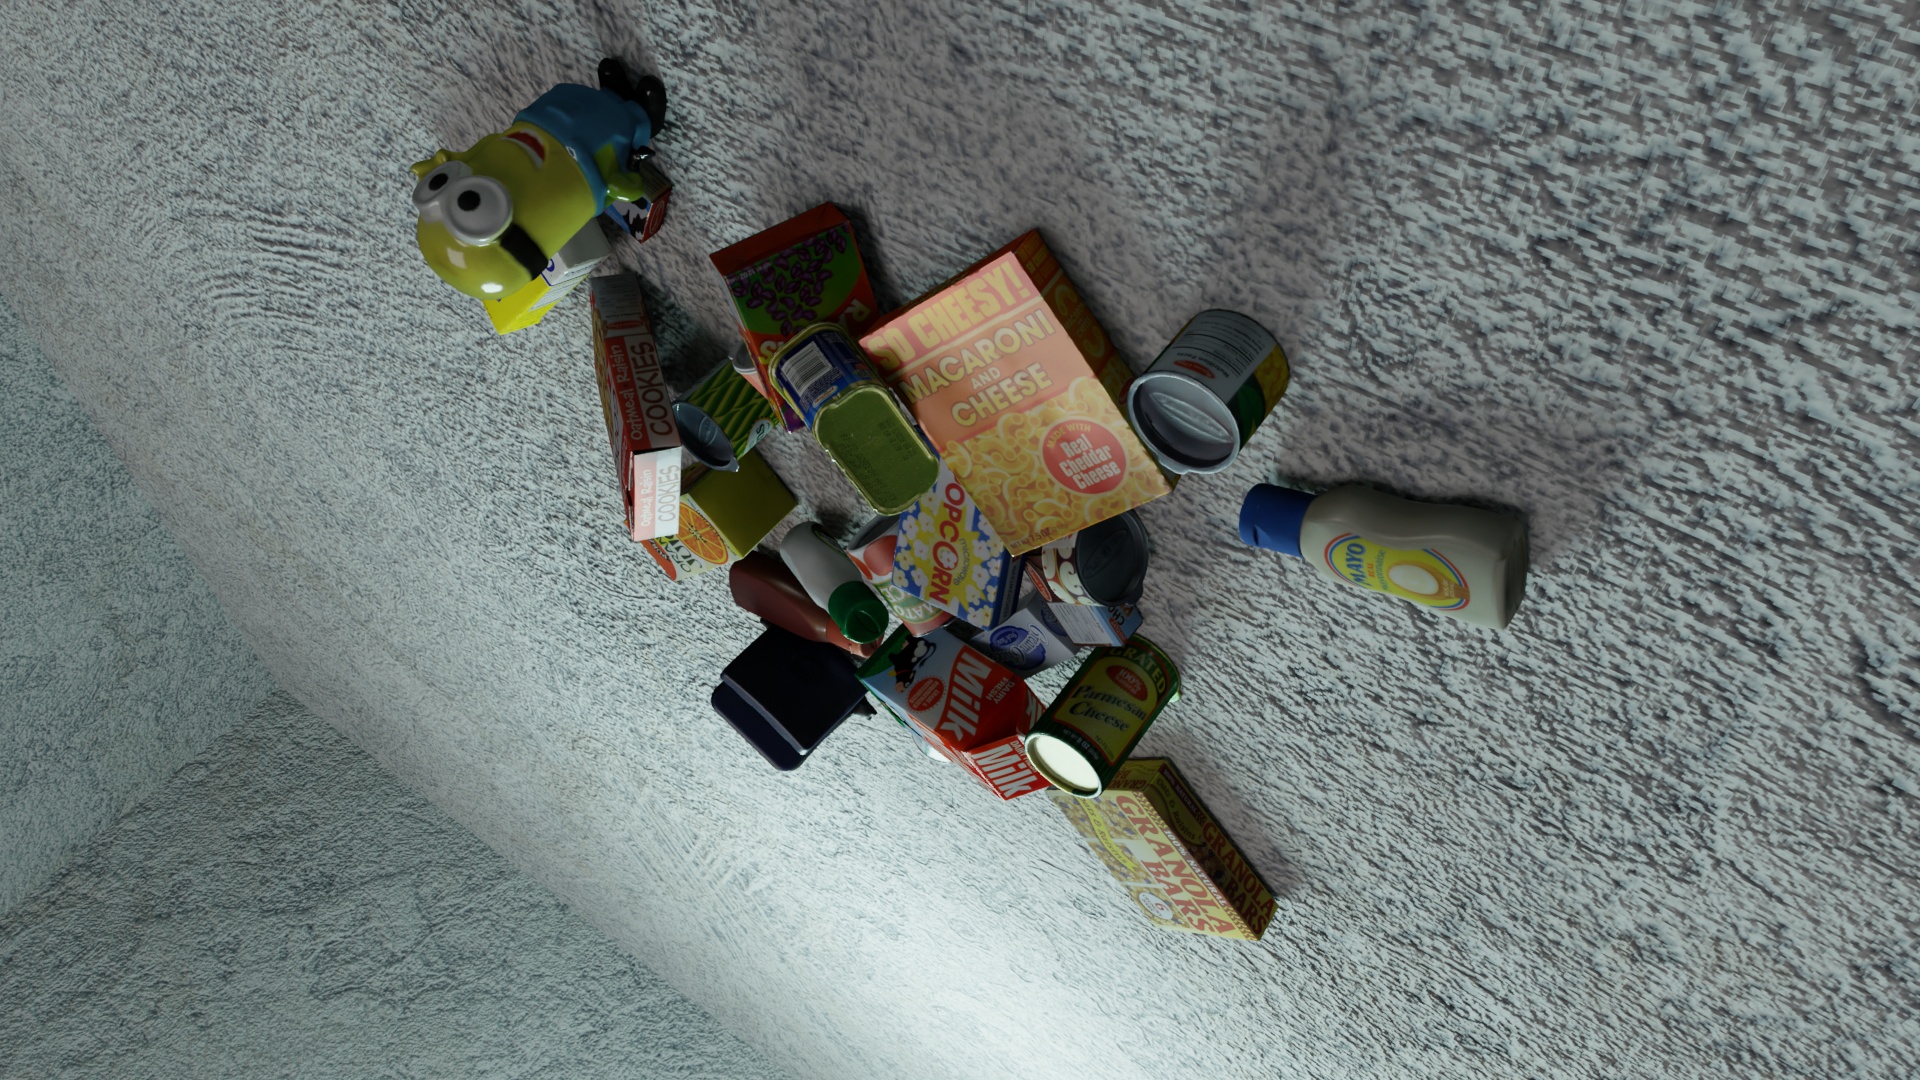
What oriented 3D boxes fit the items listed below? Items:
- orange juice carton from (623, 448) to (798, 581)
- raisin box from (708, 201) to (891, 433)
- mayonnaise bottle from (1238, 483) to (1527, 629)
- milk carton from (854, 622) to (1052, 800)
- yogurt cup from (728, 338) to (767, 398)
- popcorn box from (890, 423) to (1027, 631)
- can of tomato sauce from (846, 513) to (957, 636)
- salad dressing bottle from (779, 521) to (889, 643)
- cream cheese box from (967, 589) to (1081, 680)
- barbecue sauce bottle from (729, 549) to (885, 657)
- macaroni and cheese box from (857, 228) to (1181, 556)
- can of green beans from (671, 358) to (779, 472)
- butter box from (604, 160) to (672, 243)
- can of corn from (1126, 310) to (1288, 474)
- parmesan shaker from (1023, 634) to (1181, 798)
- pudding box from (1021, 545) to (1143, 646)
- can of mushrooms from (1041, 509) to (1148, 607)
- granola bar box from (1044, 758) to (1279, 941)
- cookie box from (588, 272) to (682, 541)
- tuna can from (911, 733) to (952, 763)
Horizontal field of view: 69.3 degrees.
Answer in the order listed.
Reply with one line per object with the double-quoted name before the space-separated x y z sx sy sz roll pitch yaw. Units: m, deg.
"orange juice carton" -0.225 -0.020 1.195 0.071 0.073 0.192 52 148 -15
"raisin box" -0.096 -0.140 0.883 0.040 0.086 0.122 50 163 48
"mayonnaise bottle" 0.223 0.002 0.744 0.148 0.041 0.064 16 142 36
"milk carton" 0.009 0.132 1.067 0.191 0.073 0.072 28 160 48
"yogurt cup" -0.114 -0.121 0.954 0.072 0.073 0.053 5 141 45
"popcorn box" 0.003 -0.012 0.938 0.085 0.038 0.126 25 123 27
"can of tomato sauce" -0.035 0.020 1.032 0.083 0.071 0.071 52 148 -15
"salad dressing bottle" -0.098 0.033 1.087 0.064 0.044 0.148 48 178 -34
"cream cheese box" 0.050 0.074 1.047 0.053 0.024 0.103 44 150 -5
"barbecue sauce bottle" -0.135 0.059 1.220 0.149 0.044 0.064 23 143 29
"macaroni and cheese box" 0.037 -0.083 0.818 0.123 0.040 0.166 -24 110 36
"can of green beans" -0.180 -0.097 1.063 0.071 0.058 0.071 29 146 22
"butter box" -0.250 -0.261 0.971 0.103 0.024 0.053 42 149 0
"can of corn" 0.131 -0.077 0.734 0.071 0.058 0.070 29 147 21
"parmesan shaker" 0.101 0.123 0.972 0.071 0.103 0.071 29 146 21
"pudding box" 0.083 0.034 0.955 0.049 0.030 0.083 -5 125 52
"can of mushrooms" 0.087 0.011 0.885 0.033 0.071 0.071 -2 128 50
"granola bar box" 0.162 0.247 1.121 0.165 0.039 0.124 52 149 -15
"cookie box" -0.251 -0.101 1.068 0.122 0.040 0.168 109 146 -57
"tuna can" -0.005 0.151 1.168 0.071 0.071 0.032 32 147 16
